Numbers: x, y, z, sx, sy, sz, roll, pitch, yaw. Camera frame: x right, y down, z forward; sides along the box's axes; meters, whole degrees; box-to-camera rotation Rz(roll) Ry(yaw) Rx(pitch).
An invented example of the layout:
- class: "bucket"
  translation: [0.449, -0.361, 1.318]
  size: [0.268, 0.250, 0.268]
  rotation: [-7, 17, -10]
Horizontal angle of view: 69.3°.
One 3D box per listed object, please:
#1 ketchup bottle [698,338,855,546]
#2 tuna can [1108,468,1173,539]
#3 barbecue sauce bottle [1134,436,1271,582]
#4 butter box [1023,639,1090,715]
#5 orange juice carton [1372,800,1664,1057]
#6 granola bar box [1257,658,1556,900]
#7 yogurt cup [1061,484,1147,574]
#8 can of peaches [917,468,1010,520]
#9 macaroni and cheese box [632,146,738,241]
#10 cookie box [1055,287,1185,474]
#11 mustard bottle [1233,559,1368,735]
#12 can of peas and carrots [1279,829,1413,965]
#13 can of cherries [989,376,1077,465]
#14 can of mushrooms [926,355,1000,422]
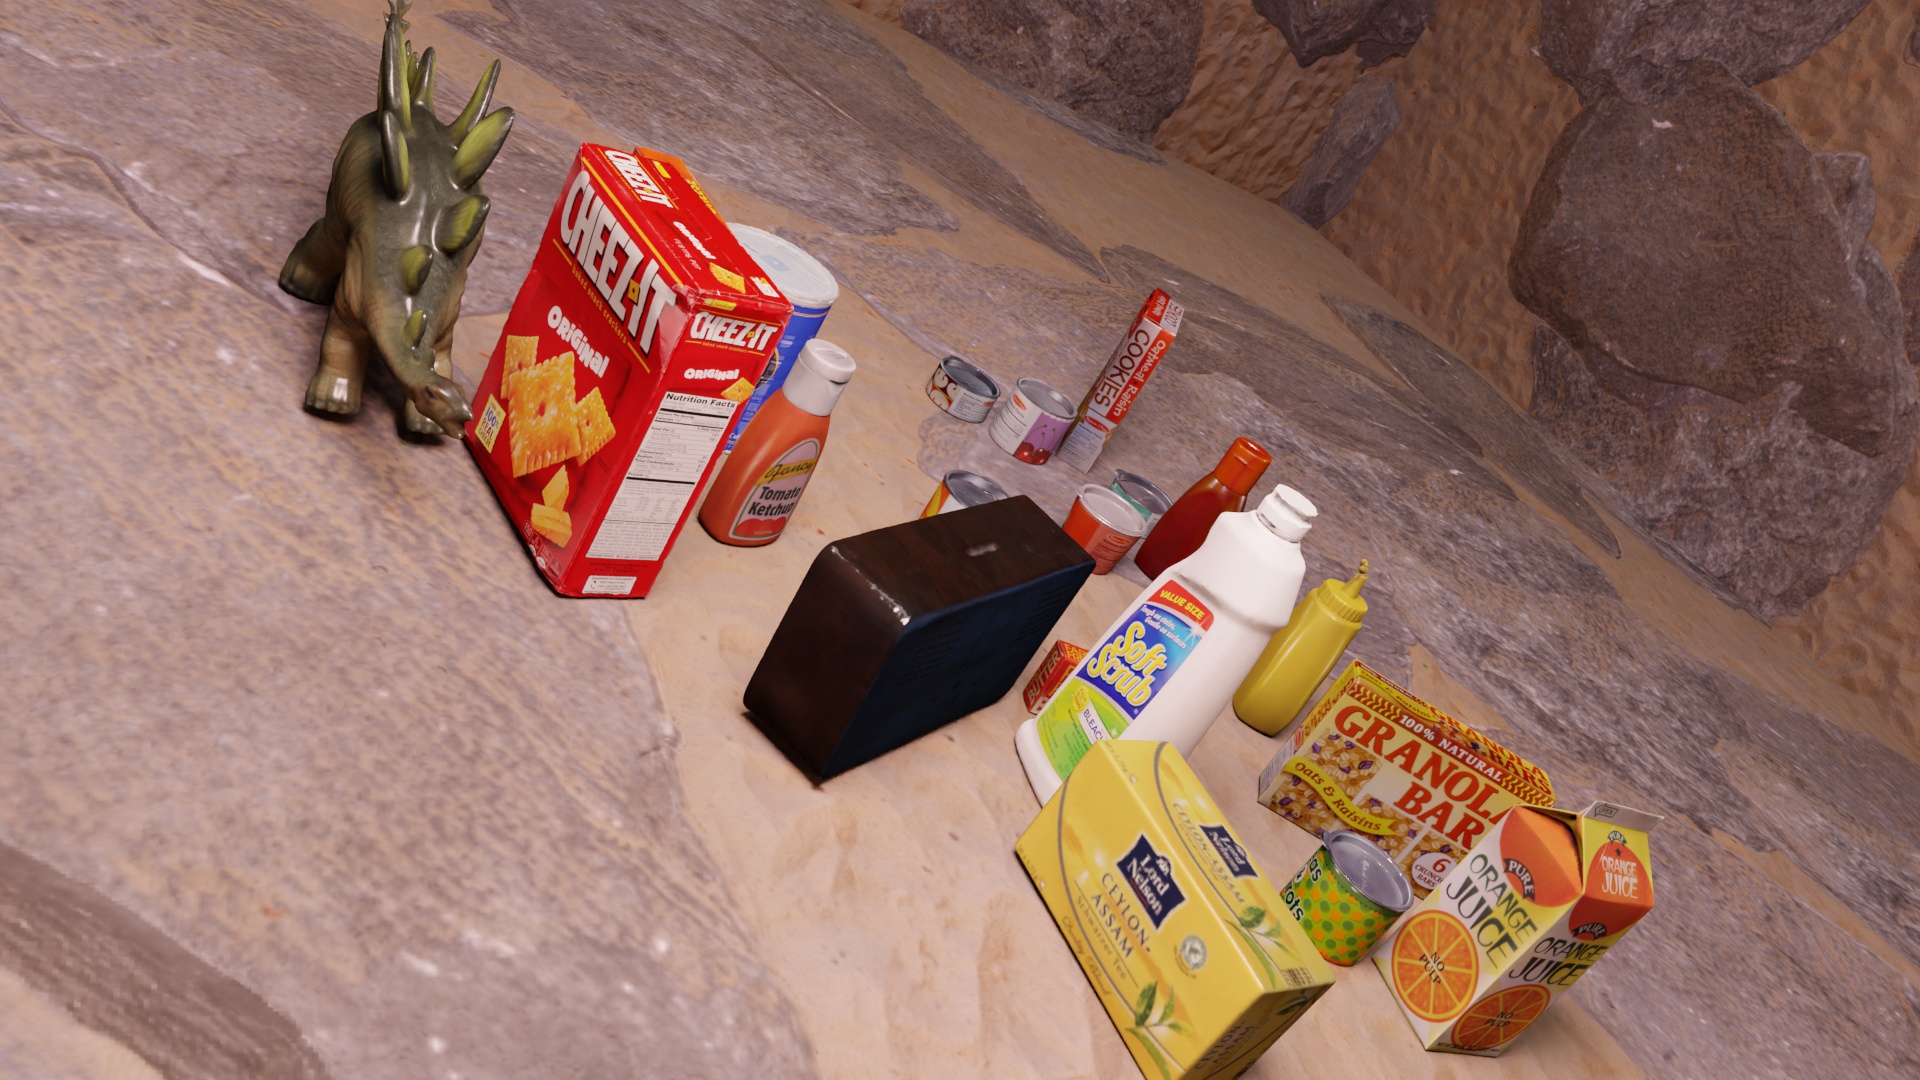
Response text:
- class: "ketchup bottle"
  translation: [-0.119, -0.065, 0.928]
  size: [0.065, 0.148, 0.043]
  rotation: [-4, 43, -51]
- class: "tuna can"
  translation: [0.166, -0.034, 1.321]
  size: [0.071, 0.032, 0.071]
  rotation: [25, 26, -13]
- class: "barbecue sauce bottle"
  translation: [0.217, -0.022, 1.222]
  size: [0.065, 0.148, 0.044]
  rotation: [41, 27, 19]
- class: "butter box"
  translation: [0.101, 0.110, 0.969]
  size: [0.103, 0.053, 0.024]
  rotation: [22, 27, -19]
- class: "orange juice carton"
  translation: [0.355, 0.233, 0.869]
  size: [0.072, 0.191, 0.073]
  rotation: [17, 29, -29]
- class: "granola bar box"
  translation: [0.319, 0.179, 1.006]
  size: [0.165, 0.123, 0.039]
  rotation: [31, 25, -2]
- class: "yogurt cup"
  translation: [0.119, -0.007, 1.197]
  size: [0.072, 0.053, 0.073]
  rotation: [25, 26, -13]
- class: "can of peaches"
  translation: [0.004, -0.013, 1.077]
  size: [0.071, 0.057, 0.071]
  rotation: [25, 26, -13]
- class: "macaroni and cheese box"
  translation: [-0.228, -0.175, 0.985]
  size: [0.040, 0.165, 0.124]
  rotation: [8, 34, -41]
- class: "cookie box"
  translation: [0.159, -0.161, 1.383]
  size: [0.040, 0.166, 0.123]
  rotation: [31, 25, -1]
- class: "mustard bottle"
  translation: [0.275, 0.080, 1.090]
  size: [0.049, 0.159, 0.065]
  rotation: [31, 25, -2]
- class: "can of peas and carrots"
  translation: [0.249, 0.233, 0.909]
  size: [0.071, 0.058, 0.071]
  rotation: [25, 26, -13]
- class: "can of cherries"
  translation: [0.071, -0.113, 1.327]
  size: [0.071, 0.058, 0.072]
  rotation: [25, 26, -13]
- class: "can of mushrooms"
  translation: [0.002, -0.146, 1.337]
  size: [0.071, 0.033, 0.071]
  rotation: [25, 26, -13]
